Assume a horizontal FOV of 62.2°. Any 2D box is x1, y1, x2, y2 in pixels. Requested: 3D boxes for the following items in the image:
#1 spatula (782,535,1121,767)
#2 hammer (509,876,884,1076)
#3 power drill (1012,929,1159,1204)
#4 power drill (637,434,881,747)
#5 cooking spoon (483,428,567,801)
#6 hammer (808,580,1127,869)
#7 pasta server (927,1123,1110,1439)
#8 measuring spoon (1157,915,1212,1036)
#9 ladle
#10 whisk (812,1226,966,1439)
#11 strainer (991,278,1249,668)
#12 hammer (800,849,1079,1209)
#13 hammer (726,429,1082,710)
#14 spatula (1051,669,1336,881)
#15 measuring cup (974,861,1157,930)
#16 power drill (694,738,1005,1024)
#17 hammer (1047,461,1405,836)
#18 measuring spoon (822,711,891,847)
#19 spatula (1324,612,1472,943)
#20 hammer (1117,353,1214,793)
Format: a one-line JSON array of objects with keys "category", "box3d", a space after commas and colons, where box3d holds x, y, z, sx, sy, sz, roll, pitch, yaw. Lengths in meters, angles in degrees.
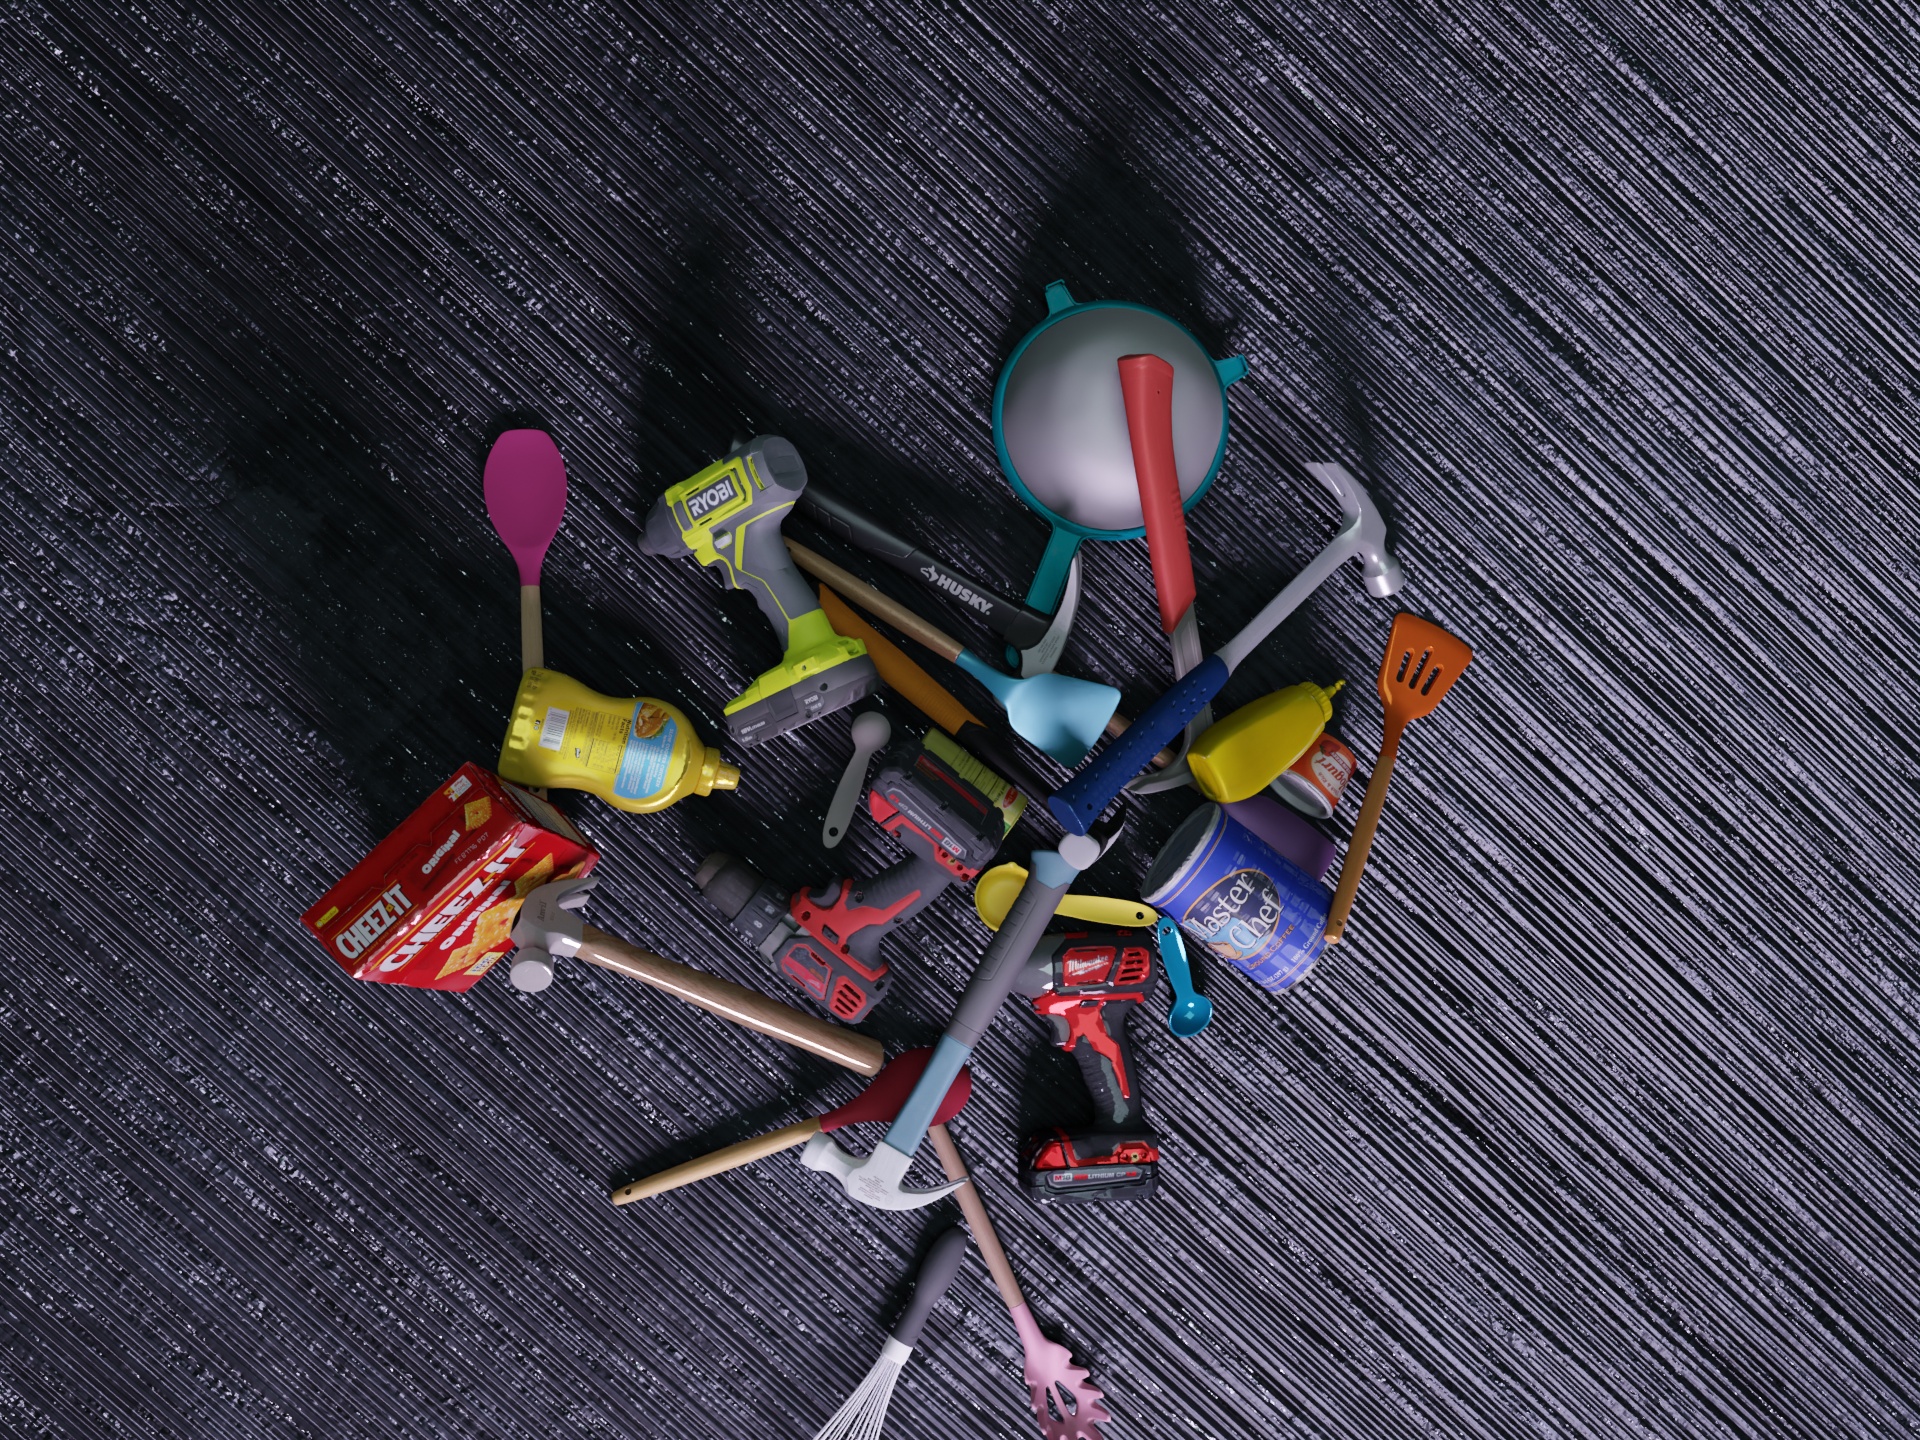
[{"category": "spatula", "box3d": [-0.020, -0.069, 1.335, 0.317, 0.044, 0.082, 33, 112, 7]}, {"category": "hammer", "box3d": [-0.205, 0.216, 1.282, 0.331, 0.130, 0.031, 27, 113, -25]}, {"category": "power drill", "box3d": [0.097, 0.289, 1.345, 0.143, 0.078, 0.220, -1, 85, -6]}, {"category": "power drill", "box3d": [-0.171, -0.100, 1.310, 0.171, 0.080, 0.223, -23, 91, 34]}, {"category": "cooking spoon", "box3d": [-0.362, -0.088, 1.341, 0.068, 0.017, 0.319, -2, 87, -8]}, {"category": "hammer", "box3d": [-0.002, -0.004, 1.343, 0.337, 0.127, 0.034, 40, 109, 8]}, {"category": "pasta server", "box3d": [0.038, 0.471, 1.348, 0.060, 0.040, 0.316, -24, 89, -19]}, {"category": "measuring spoon", "box3d": [0.184, 0.215, 1.360, 0.042, 0.021, 0.128, -24, 117, -11]}, {"category": "ladle", "box3d": [-0.142, 0.348, 1.338, 0.315, 0.031, 0.069, -19, 62, -3]}, {"category": "whisk", "box3d": [-0.068, 0.555, 1.327, 0.070, 0.070, 0.285, 30, 80, -4]}, {"category": "strainer", "box3d": [0.112, -0.204, 1.355, 0.211, 0.095, 0.340, 22, 87, -5]}, {"category": "hammer", "box3d": [0.004, 0.250, 1.307, 0.128, 0.033, 0.331, 29, 87, 9]}, {"category": "hammer", "box3d": [-0.052, -0.150, 1.348, 0.335, 0.035, 0.146, 32, 110, 2]}, {"category": "spatula", "box3d": [0.193, 0.045, 1.392, 0.316, 0.018, 0.060, 35, 79, -4]}, {"category": "measuring cup", "box3d": [0.089, 0.161, 1.361, 0.156, 0.029, 0.062, 8, 71, 0]}, {"category": "power drill", "box3d": [-0.093, 0.120, 1.303, 0.188, 0.080, 0.226, 40, 109, -3]}, {"category": "hammer", "box3d": [0.219, -0.056, 1.315, 0.405, 0.035, 0.144, -42, 118, -21]}, {"category": "measuring spoon", "box3d": [-0.092, 0.051, 1.363, 0.034, 0.018, 0.124, 20, 86, -5]}, {"category": "spatula", "box3d": [0.364, 0.050, 1.366, 0.081, 0.041, 0.323, 28, 59, -4]}, {"category": "hammer", "box3d": [0.168, -0.122, 1.319, 0.149, 0.037, 0.359, -20, 109, -24]}]
